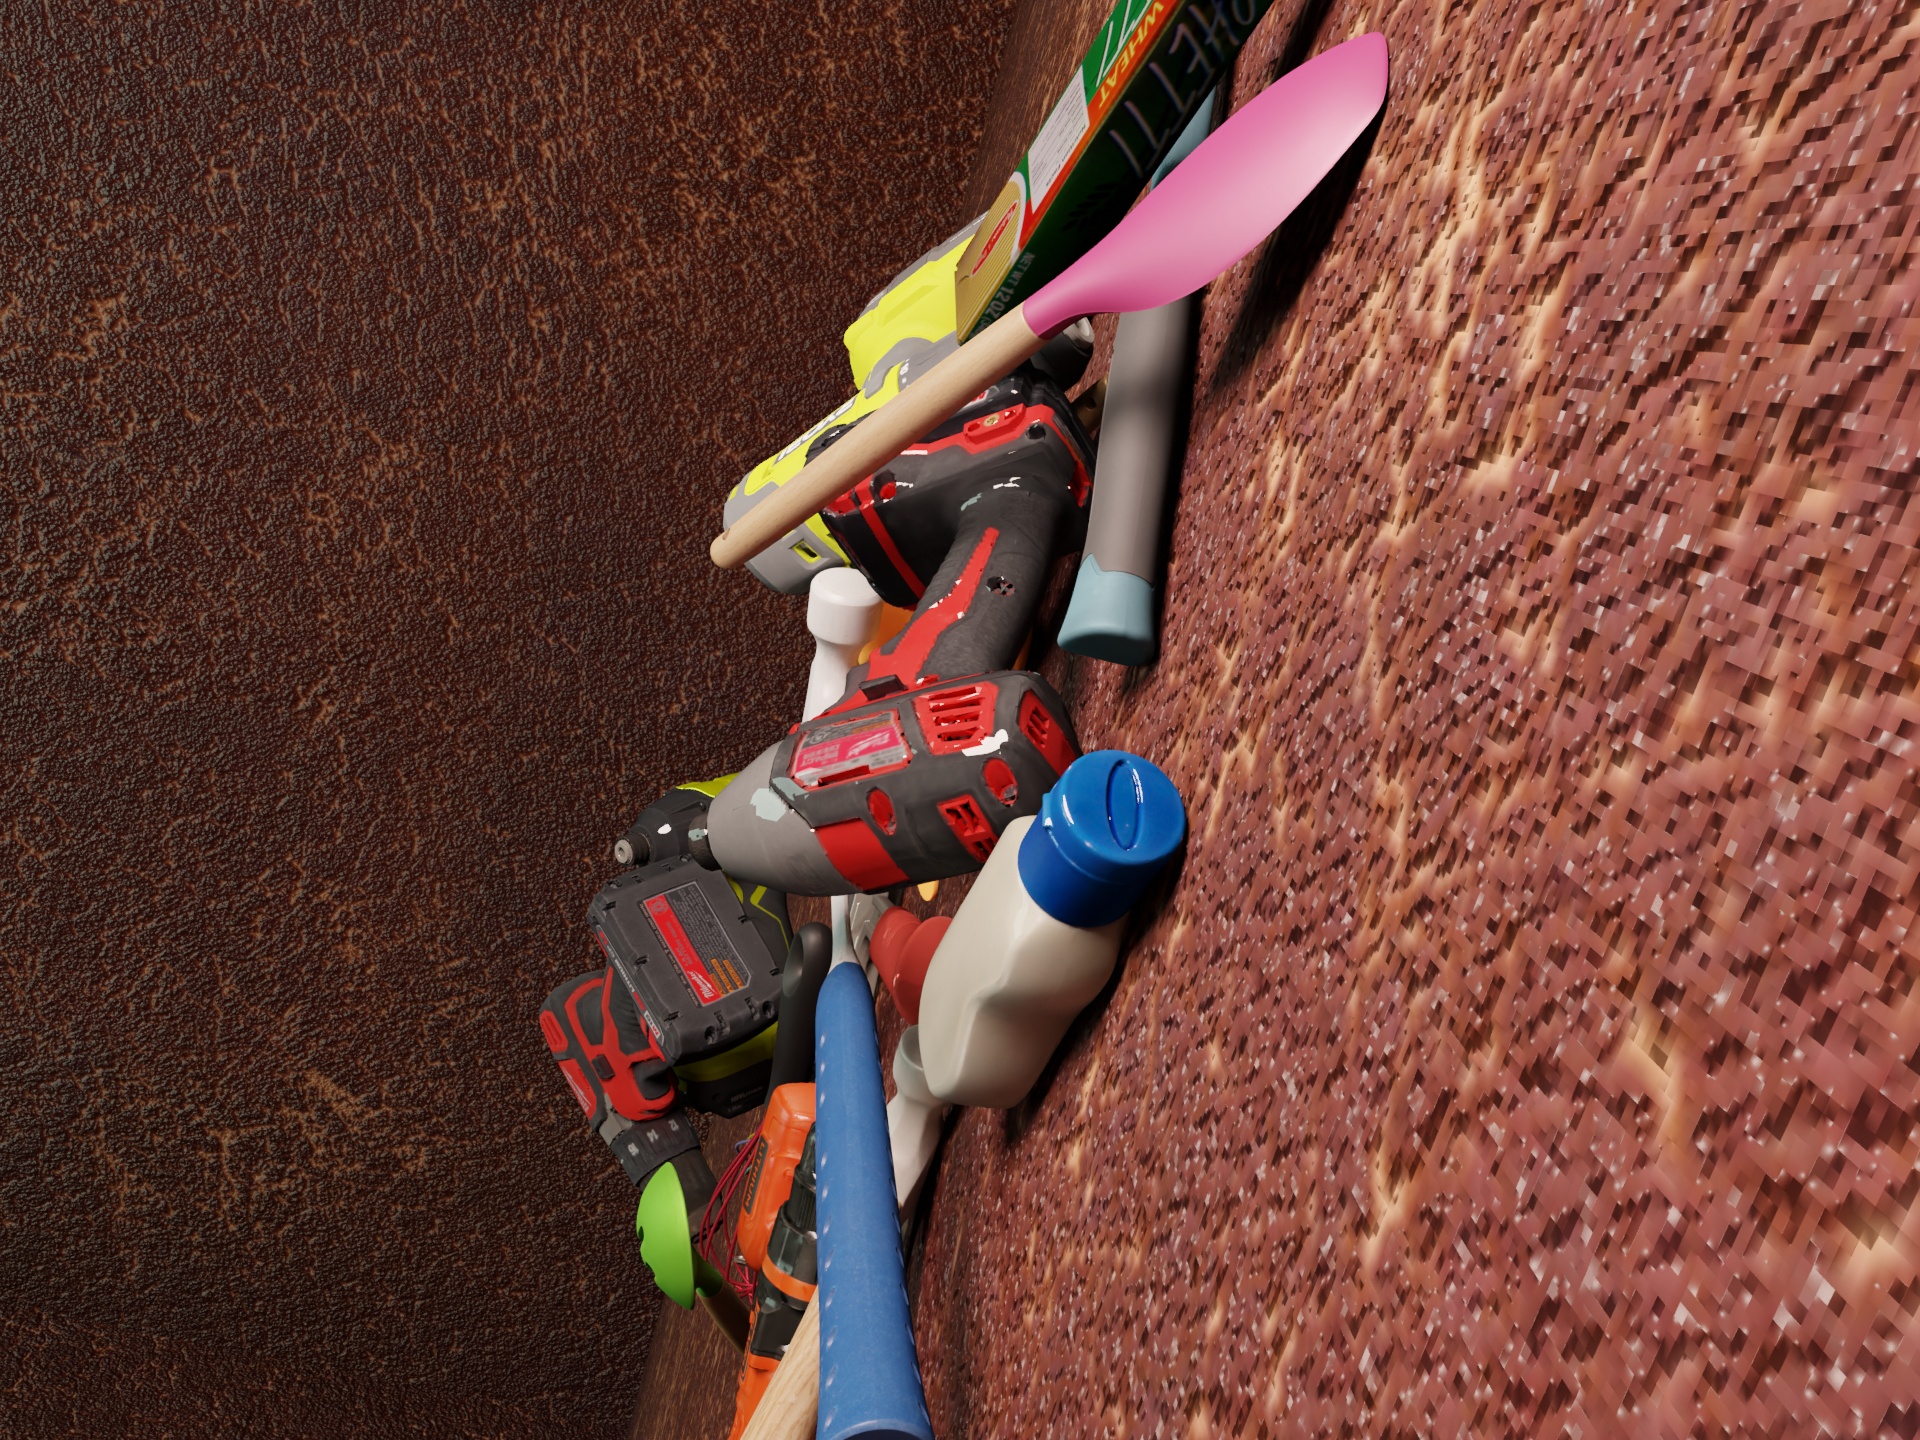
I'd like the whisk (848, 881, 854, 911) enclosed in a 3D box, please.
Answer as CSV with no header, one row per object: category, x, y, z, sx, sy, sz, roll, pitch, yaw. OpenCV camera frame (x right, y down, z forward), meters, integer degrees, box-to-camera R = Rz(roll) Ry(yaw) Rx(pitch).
whisk,-0.067,0.071,1.105,0.070,0.070,0.285,125,154,-70

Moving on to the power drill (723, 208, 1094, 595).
power drill,-0.005,-0.169,0.772,0.190,0.080,0.229,-30,22,30

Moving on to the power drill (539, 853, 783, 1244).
power drill,-0.180,0.206,0.973,0.188,0.080,0.226,56,141,19

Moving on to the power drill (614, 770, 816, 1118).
power drill,-0.161,0.150,1.102,0.171,0.080,0.223,-16,-71,-47

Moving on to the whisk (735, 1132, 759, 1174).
whisk,-0.110,0.289,1.076,0.245,0.051,0.047,127,136,-61

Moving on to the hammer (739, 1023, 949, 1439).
hammer,-0.063,0.245,0.526,0.331,0.031,0.130,-58,-13,-60

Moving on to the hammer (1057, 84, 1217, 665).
hammer,0.074,-0.164,0.580,0.128,0.033,0.331,117,166,-63

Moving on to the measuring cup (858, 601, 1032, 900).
measuring cup,-0.001,-0.002,0.725,0.095,0.052,0.174,-32,58,54

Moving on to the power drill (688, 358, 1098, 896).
power drill,-0.019,-0.030,0.591,0.078,0.143,0.220,54,-148,-36

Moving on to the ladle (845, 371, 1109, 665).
ladle,0.003,-0.095,0.806,0.078,0.062,0.320,61,147,4

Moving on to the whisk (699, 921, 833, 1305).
whisk,-0.104,0.235,0.917,0.073,0.073,0.295,-88,9,-60

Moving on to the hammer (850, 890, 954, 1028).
hammer,-0.036,0.125,0.823,0.359,0.036,0.149,171,113,-83

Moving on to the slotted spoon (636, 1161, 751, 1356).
slotted spoon,-0.134,0.321,0.881,0.313,0.031,0.070,83,169,-55

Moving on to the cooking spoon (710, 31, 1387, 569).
cooking spoon,0.008,-0.120,0.528,0.319,0.017,0.069,-28,41,43

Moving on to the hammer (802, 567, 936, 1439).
hammer,-0.043,0.097,0.593,0.406,0.035,0.144,-101,19,-57
